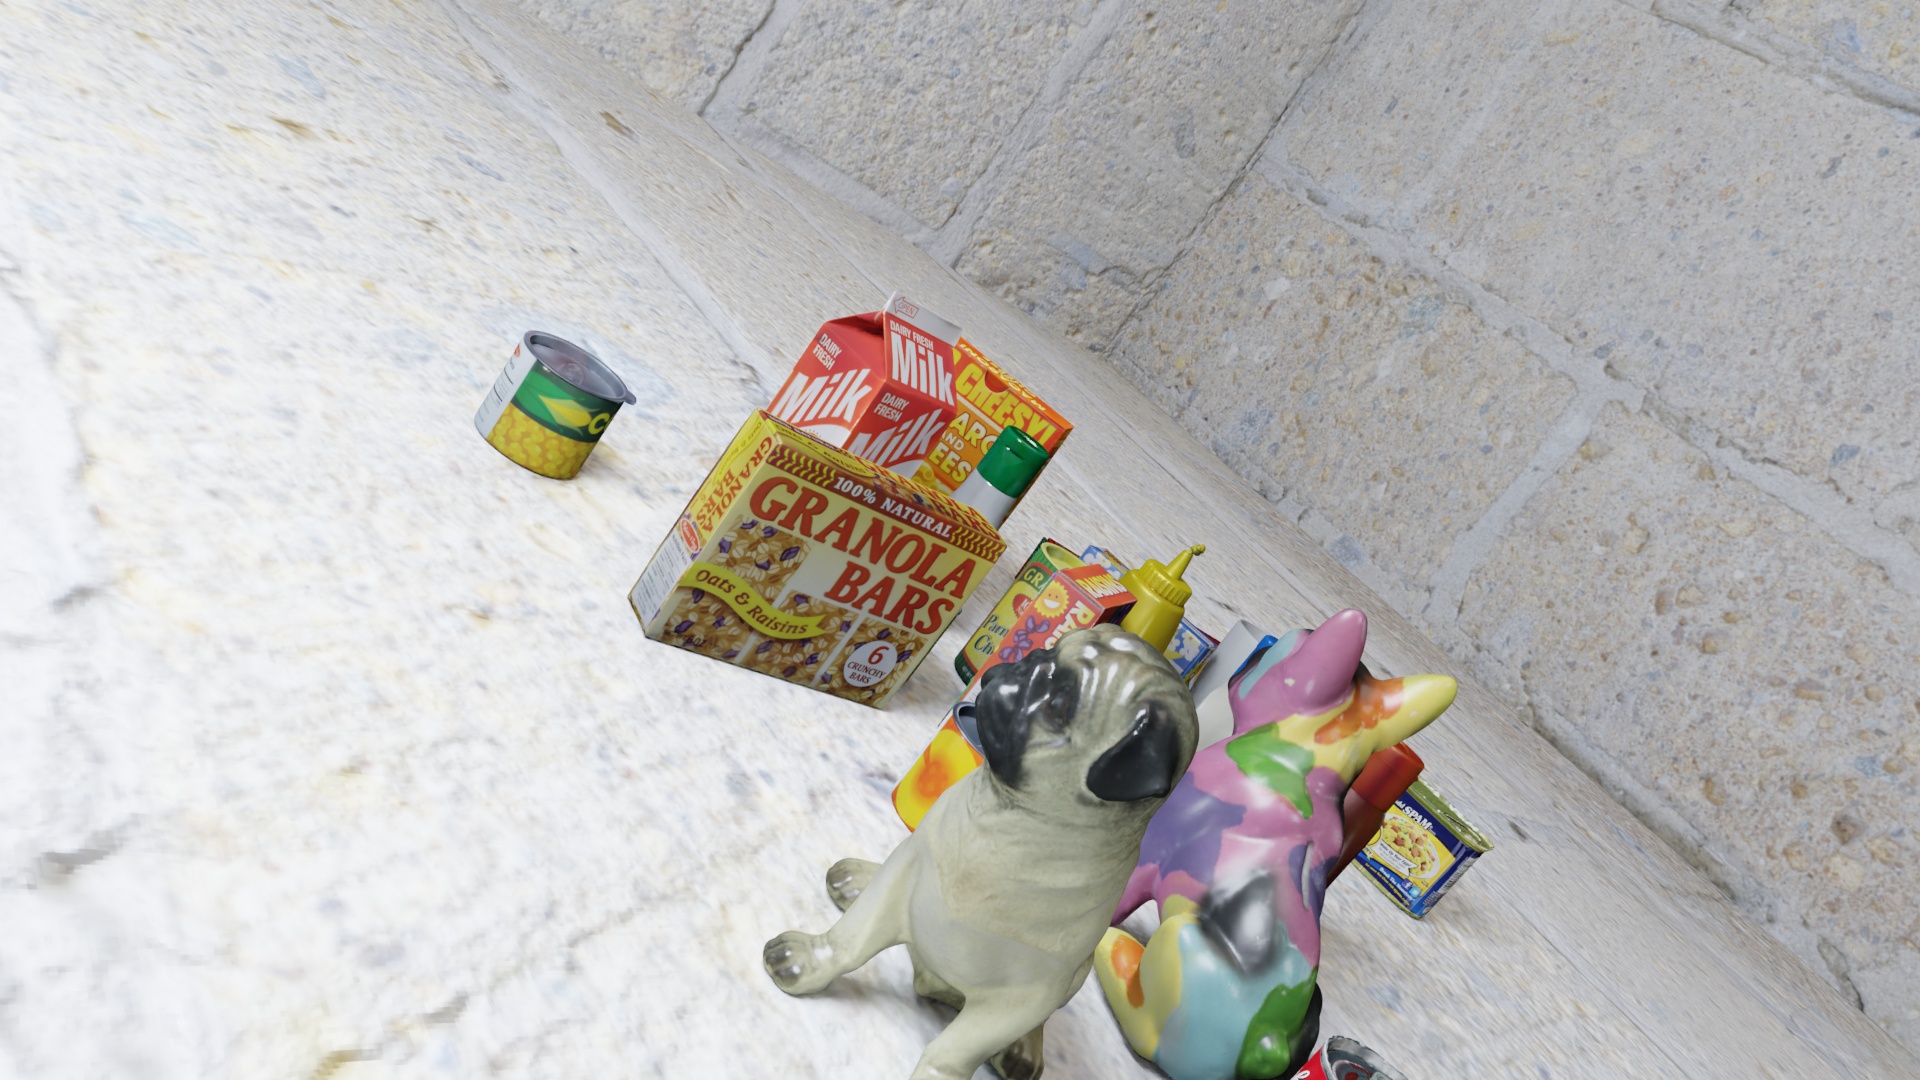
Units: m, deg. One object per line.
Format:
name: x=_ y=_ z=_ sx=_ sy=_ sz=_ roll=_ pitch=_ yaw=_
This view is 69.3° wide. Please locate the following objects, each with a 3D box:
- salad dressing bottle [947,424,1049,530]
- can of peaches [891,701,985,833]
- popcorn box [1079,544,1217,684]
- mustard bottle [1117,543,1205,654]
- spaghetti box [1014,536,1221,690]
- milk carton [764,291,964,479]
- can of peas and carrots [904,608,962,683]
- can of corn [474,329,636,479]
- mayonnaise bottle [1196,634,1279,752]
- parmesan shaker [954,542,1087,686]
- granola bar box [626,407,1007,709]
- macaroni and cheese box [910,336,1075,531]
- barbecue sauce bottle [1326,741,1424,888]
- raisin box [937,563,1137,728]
salad dressing bottle: x=0.003 y=-0.012 z=0.961 sx=0.064 sy=0.147 sz=0.044 roll=40 pitch=14 yaw=10
can of peaches: x=0.008 y=0.127 z=0.712 sx=0.071 sy=0.058 sz=0.071 roll=34 pitch=14 yaw=-10
popcorn box: x=0.129 y=0.076 z=1.110 sx=0.127 sy=0.085 sz=0.038 roll=43 pitch=15 yaw=22
mustard bottle: x=0.115 y=0.061 z=0.970 sx=0.049 sy=0.160 sz=0.065 roll=24 pitch=19 yaw=-43
spaghetti box: x=0.160 y=0.077 z=1.251 sx=0.250 sy=0.050 sz=0.029 roll=30 pitch=15 yaw=-24
milk carton: x=-0.072 y=-0.064 z=0.859 sx=0.072 sy=0.190 sz=0.073 roll=19 pitch=22 yaw=-51
can of peas and carrots: x=-0.042 y=0.045 z=0.853 sx=0.071 sy=0.058 sz=0.071 roll=34 pitch=14 yaw=-10
can of corn: x=-0.230 y=-0.075 z=0.789 sx=0.071 sy=0.058 sz=0.071 roll=34 pitch=14 yaw=-10
mayonnaise bottle: x=0.167 y=0.128 z=0.904 sx=0.041 sy=0.147 sz=0.065 roll=45 pitch=16 yaw=30
parmesan shaker: x=0.053 y=0.063 z=0.930 sx=0.071 sy=0.103 sz=0.071 roll=35 pitch=14 yaw=-10
granola bar box: x=-0.073 y=0.015 z=0.740 sx=0.165 sy=0.124 sz=0.039 roll=24 pitch=19 yaw=-42
macaroni and cheese box: x=-0.016 y=-0.053 z=1.005 sx=0.124 sy=0.166 sz=0.040 roll=39 pitch=14 yaw=8
barbecue sauce bottle: x=0.229 y=0.185 z=0.872 sx=0.044 sy=0.148 sz=0.065 roll=39 pitch=14 yaw=6
raisin box: x=0.048 y=0.073 z=0.846 sx=0.040 sy=0.123 sz=0.086 roll=41 pitch=14 yaw=16
